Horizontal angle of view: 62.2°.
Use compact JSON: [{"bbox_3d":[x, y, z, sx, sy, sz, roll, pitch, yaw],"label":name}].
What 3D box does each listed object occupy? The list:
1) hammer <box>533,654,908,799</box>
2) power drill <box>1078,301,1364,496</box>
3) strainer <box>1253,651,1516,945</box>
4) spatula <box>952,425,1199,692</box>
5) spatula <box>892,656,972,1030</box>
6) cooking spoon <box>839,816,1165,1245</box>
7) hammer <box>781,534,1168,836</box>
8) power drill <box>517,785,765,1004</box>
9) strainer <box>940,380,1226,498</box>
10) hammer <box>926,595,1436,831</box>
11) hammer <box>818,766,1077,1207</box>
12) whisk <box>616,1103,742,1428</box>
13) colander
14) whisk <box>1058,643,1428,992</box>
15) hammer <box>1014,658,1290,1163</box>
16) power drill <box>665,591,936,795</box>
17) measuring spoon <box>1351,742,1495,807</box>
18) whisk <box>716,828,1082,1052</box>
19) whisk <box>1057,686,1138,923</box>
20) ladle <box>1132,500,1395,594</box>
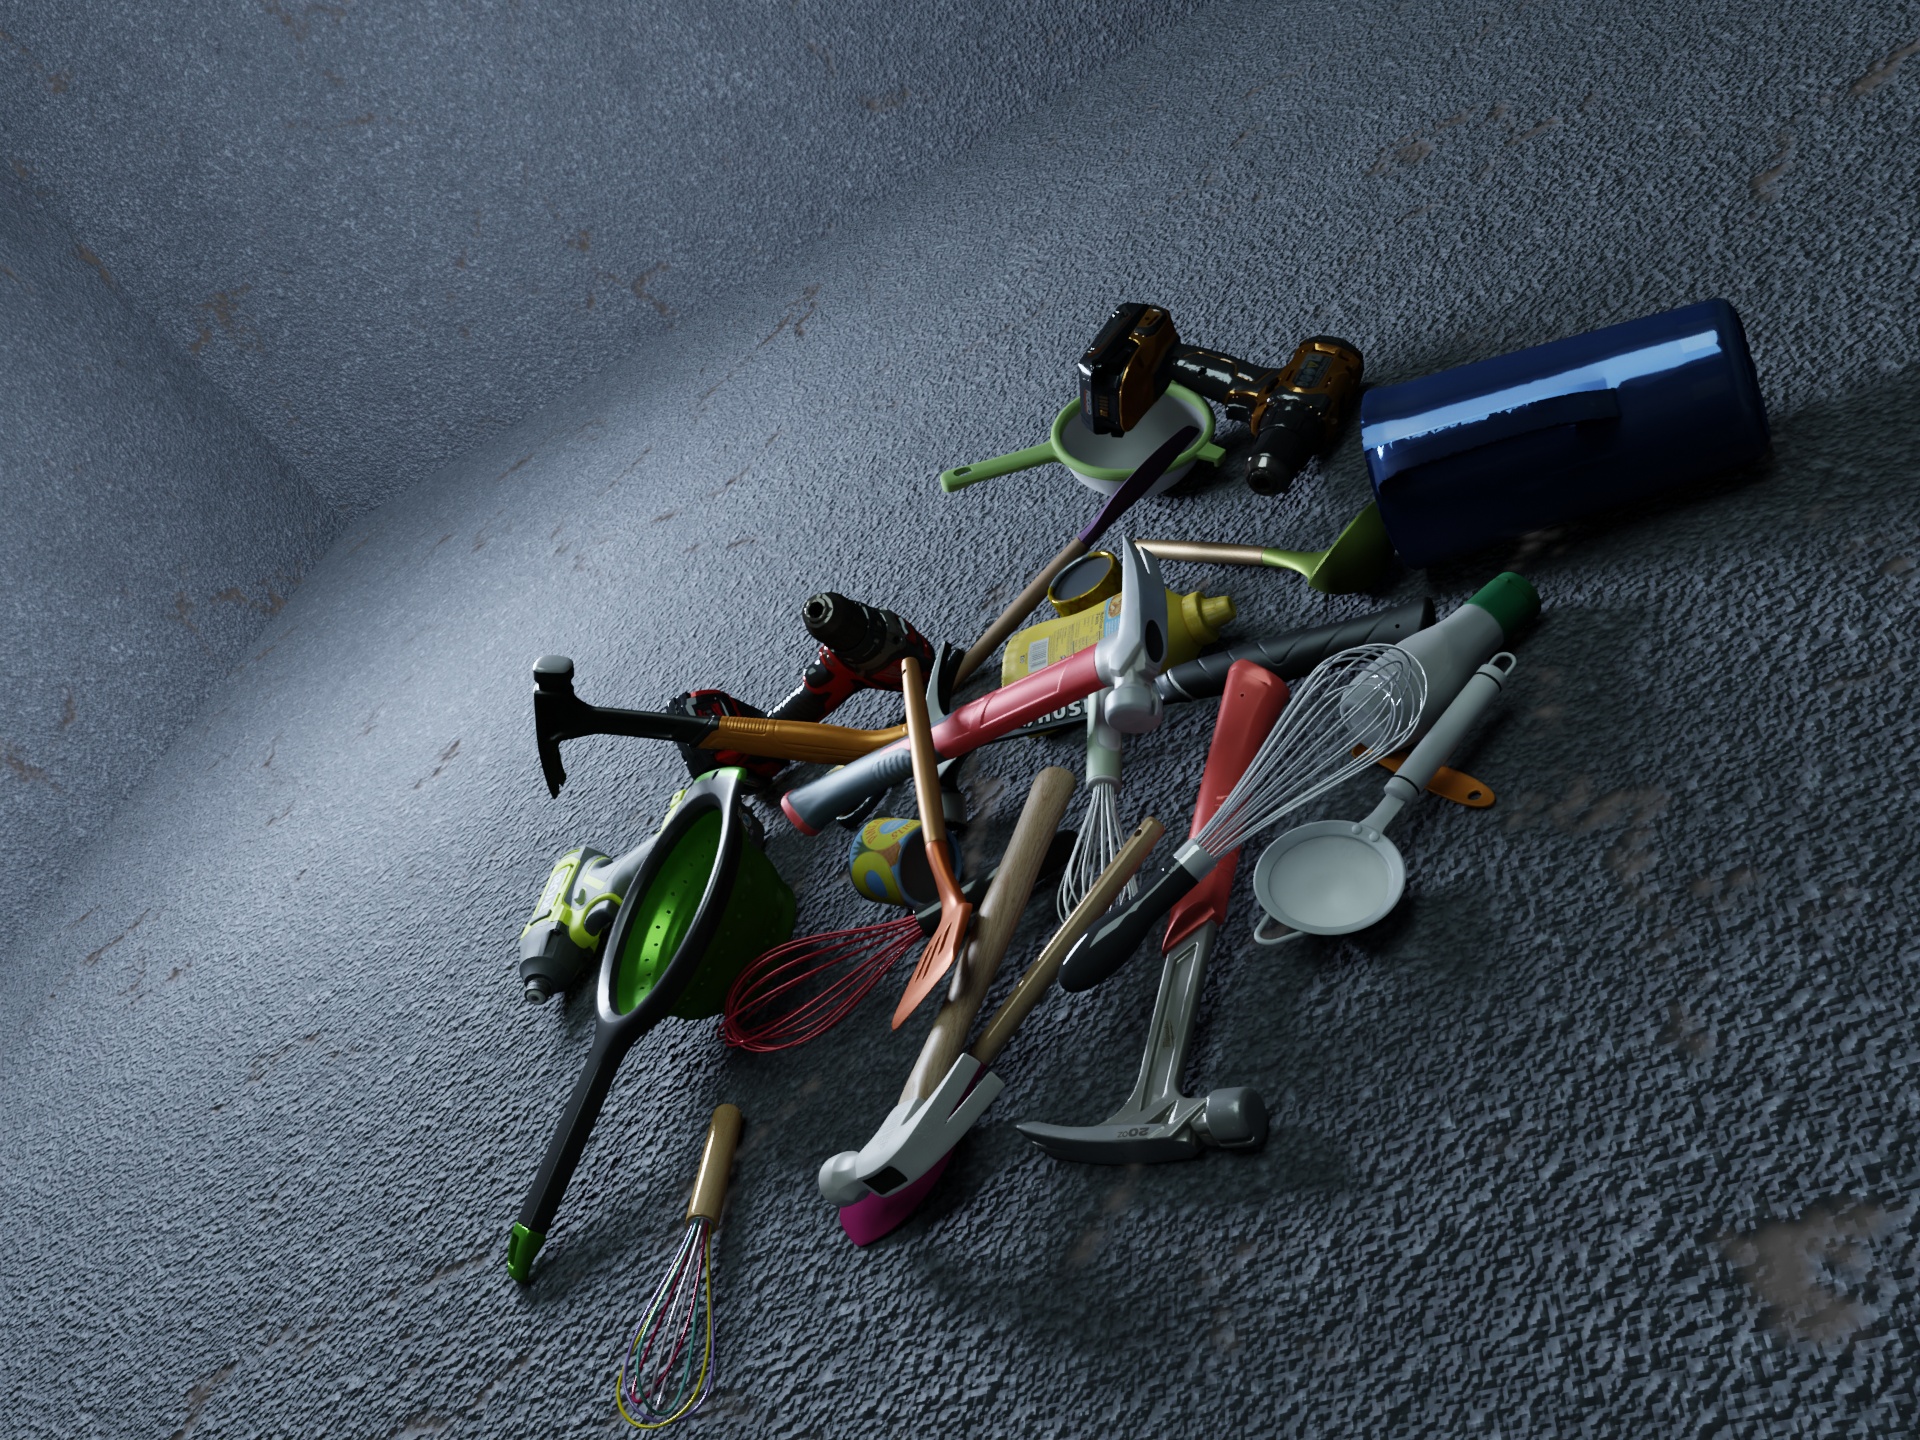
[{"bbox_3d":[-0.191,0.019,1.341,0.337,0.127,0.034,5,29,3],"label":"hammer"},{"bbox_3d":[0.217,-0.277,1.382,0.226,0.084,0.185,16,52,22],"label":"power drill"},{"bbox_3d":[0.260,0.050,0.947,0.087,0.050,0.258,27,66,40],"label":"strainer"},{"bbox_3d":[0.087,-0.133,1.351,0.316,0.018,0.059,-46,-15,22],"label":"spatula"},{"bbox_3d":[-0.027,0.066,1.098,0.081,0.041,0.323,-53,31,35],"label":"spatula"},{"bbox_3d":[0.026,0.189,0.986,0.319,0.017,0.069,-52,29,-4],"label":"cooking spoon"},{"bbox_3d":[-0.002,-0.004,1.186,0.386,0.038,0.143,-25,49,41],"label":"hammer"},{"bbox_3d":[-0.288,0.152,1.391,0.223,0.080,0.171,-28,29,24],"label":"power drill"},{"bbox_3d":[0.110,-0.232,1.465,0.256,0.069,0.152,-15,43,-1],"label":"strainer"},{"bbox_3d":[0.144,-0.026,1.164,0.409,0.036,0.149,-14,67,28],"label":"hammer"},{"bbox_3d":[0.014,0.152,1.013,0.130,0.031,0.331,-36,20,46],"label":"hammer"},{"bbox_3d":[-0.174,0.340,1.017,0.047,0.051,0.245,-32,25,22],"label":"whisk"},{"bbox_3d":[-0.219,0.232,1.193,0.204,0.094,0.397,-11,54,61],"label":"colander"},{"bbox_3d":[0.162,0.059,0.940,0.284,0.070,0.070,-44,28,4],"label":"whisk"},{"bbox_3d":[0.143,0.105,0.986,0.149,0.036,0.359,-14,41,36],"label":"hammer"},{"bbox_3d":[-0.147,-0.030,1.401,0.226,0.187,0.080,-31,67,14],"label":"power drill"},{"bbox_3d":[0.287,0.035,0.986,0.021,0.011,0.117,-40,32,-13],"label":"measuring spoon"},{"bbox_3d":[-0.045,0.153,1.130,0.296,0.073,0.073,-29,29,3],"label":"whisk"},{"bbox_3d":[0.098,0.051,1.085,0.059,0.057,0.247,111,167,-51],"label":"whisk"},{"bbox_3d":[0.223,-0.141,1.269,0.078,0.062,0.320,-46,27,-16],"label":"ladle"}]
